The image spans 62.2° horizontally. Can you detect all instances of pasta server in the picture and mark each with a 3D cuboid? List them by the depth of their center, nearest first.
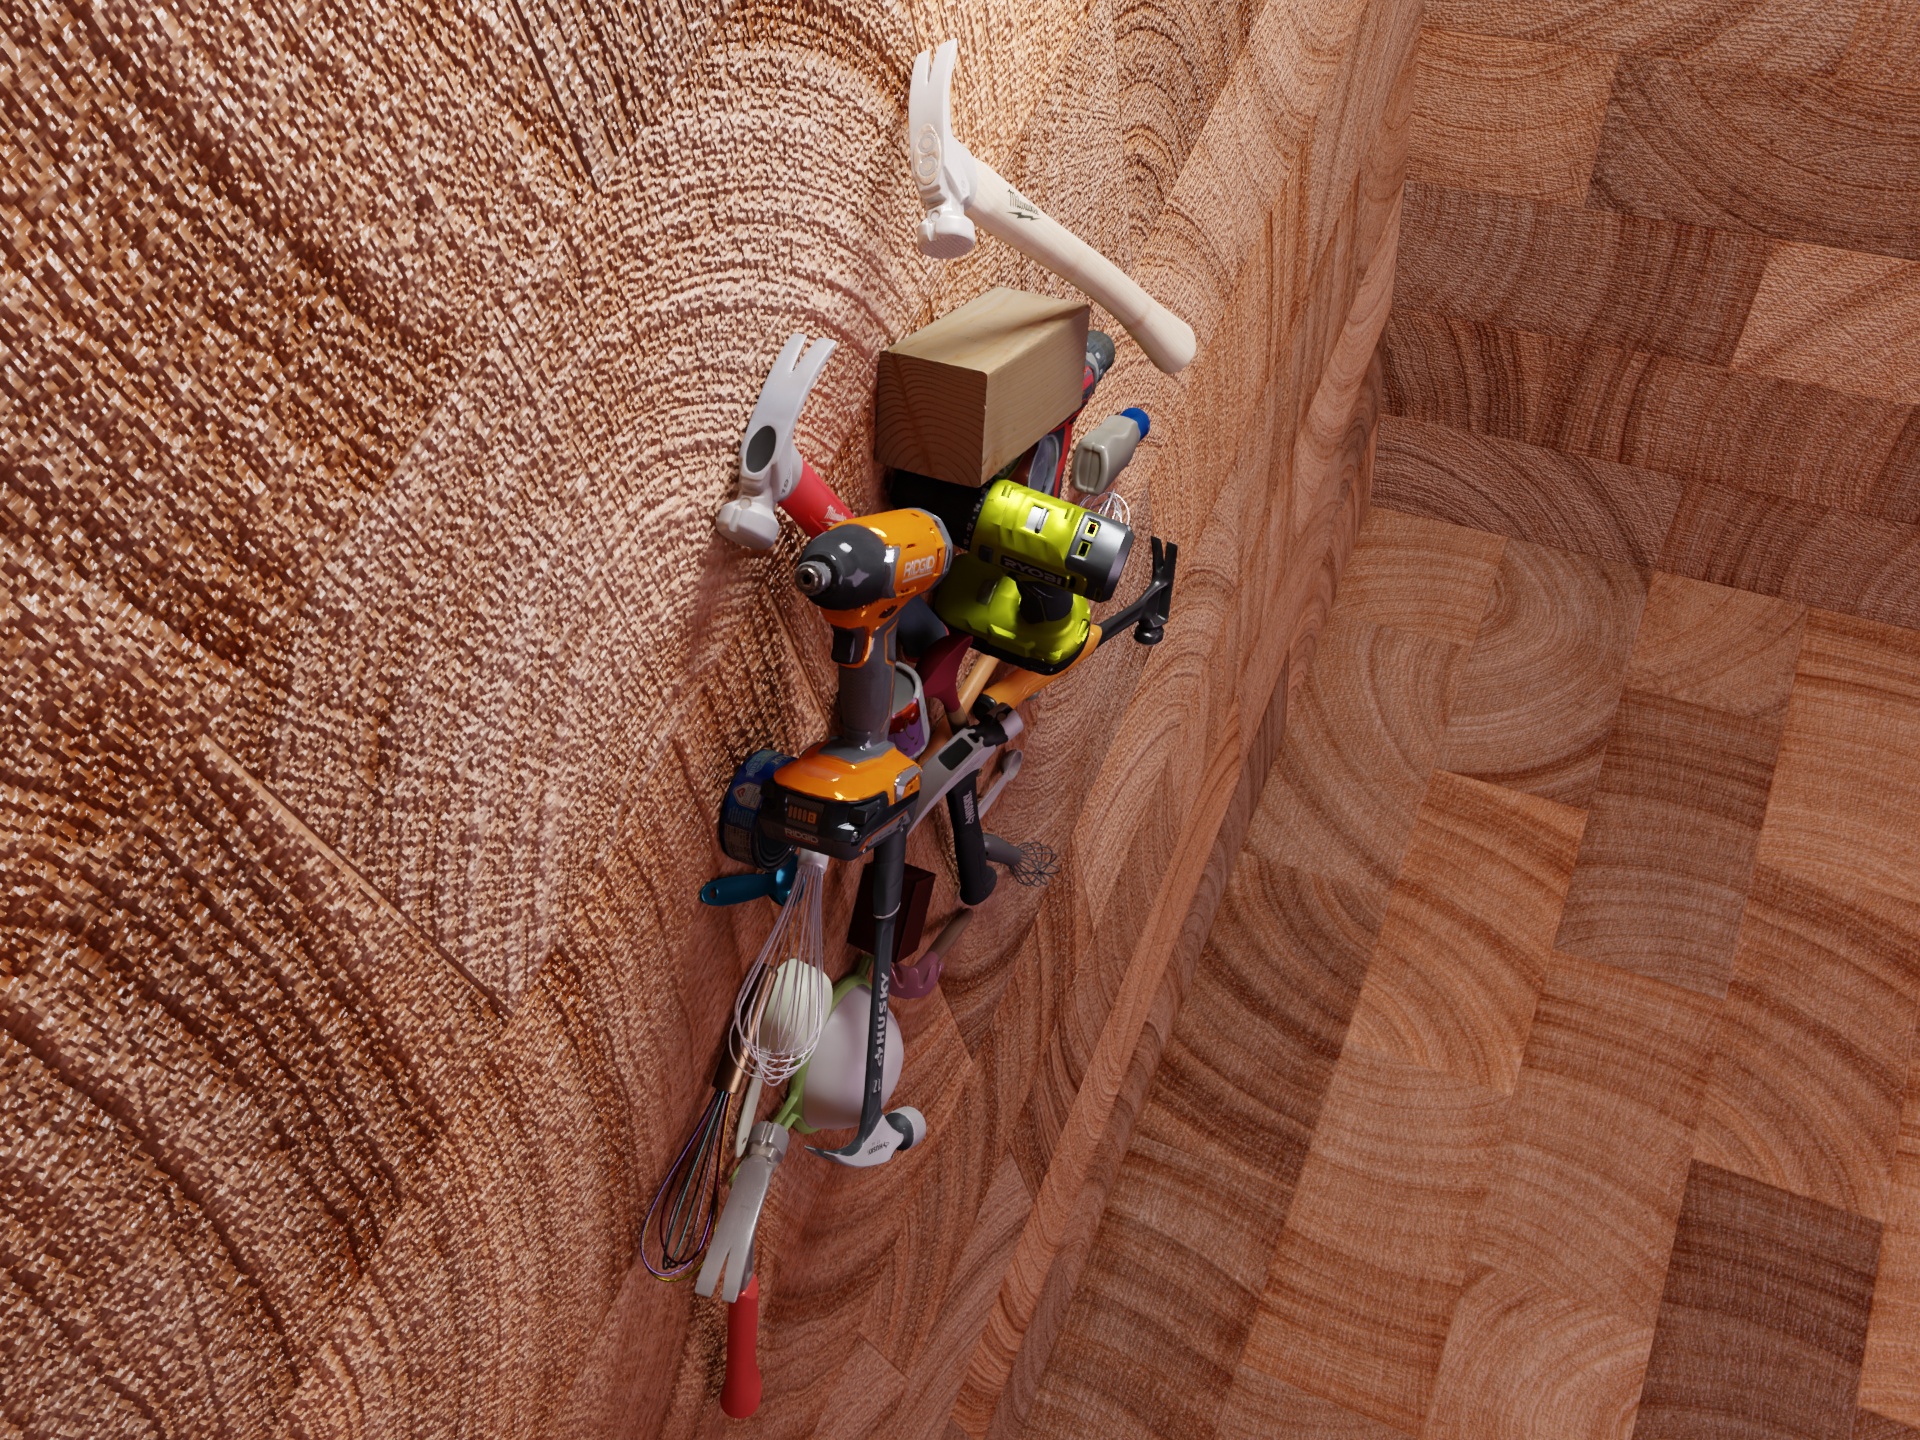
[{"bbox_3d":[-0.023,0.219,1.559,0.316,0.060,0.040,-30,123,-77],"label":"pasta server"}]

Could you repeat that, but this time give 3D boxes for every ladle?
[{"bbox_3d":[-0.002,-0.005,1.413,0.069,0.031,0.315,-45,160,-10],"label":"ladle"}]

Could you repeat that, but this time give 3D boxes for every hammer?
[{"bbox_3d":[-0.070,-0.135,1.176,0.386,0.038,0.143,45,62,-69],"label":"hammer"},{"bbox_3d":[0.085,-0.363,1.220,0.410,0.038,0.146,12,73,-58],"label":"hammer"},{"bbox_3d":[-0.181,0.490,1.308,0.149,0.037,0.358,-73,174,-48],"label":"hammer"},{"bbox_3d":[-0.068,0.177,1.341,0.149,0.036,0.409,-3,98,-61],"label":"hammer"},{"bbox_3d":[0.002,0.108,1.538,0.146,0.035,0.334,-40,157,-15],"label":"hammer"},{"bbox_3d":[0.124,-0.082,1.659,0.337,0.034,0.127,-34,139,-43],"label":"hammer"}]

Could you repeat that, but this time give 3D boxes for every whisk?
[{"bbox_3d":[-0.116,0.132,1.181,0.070,0.070,0.285,75,21,-57],"label":"whisk"},{"bbox_3d":[-0.184,0.306,1.218,0.051,0.047,0.245,51,54,-66],"label":"whisk"},{"bbox_3d":[0.116,-0.134,1.686,0.059,0.058,0.246,127,-13,-84],"label":"whisk"},{"bbox_3d":[0.060,0.152,1.766,0.238,0.055,0.055,31,76,-67],"label":"whisk"}]

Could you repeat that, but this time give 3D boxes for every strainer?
[{"bbox_3d":[-0.112,0.333,1.396,0.256,0.069,0.151,-48,149,-54],"label":"strainer"}]

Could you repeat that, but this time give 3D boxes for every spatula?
[{"bbox_3d":[0.041,-0.063,1.539,0.323,0.041,0.081,-58,171,-33],"label":"spatula"}]

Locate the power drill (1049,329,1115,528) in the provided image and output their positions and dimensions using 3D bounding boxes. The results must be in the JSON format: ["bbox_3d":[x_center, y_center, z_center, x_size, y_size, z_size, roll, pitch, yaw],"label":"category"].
[{"bbox_3d":[0.095,-0.247,1.492,0.188,0.080,0.226,-48,146,-52],"label":"power drill"}]

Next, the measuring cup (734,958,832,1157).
[{"bbox_3d":[-0.146,0.281,1.303,0.083,0.038,0.167,28,77,-71],"label":"measuring cup"}]

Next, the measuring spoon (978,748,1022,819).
[{"bbox_3d":[0.028,0.074,1.667,0.124,0.018,0.034,-51,152,-33],"label":"measuring spoon"}]

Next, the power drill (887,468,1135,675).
[{"bbox_3d":[0.034,-0.127,1.298,0.228,0.190,0.080,93,18,-73],"label":"power drill"}]

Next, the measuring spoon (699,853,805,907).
[{"bbox_3d":[-0.159,0.123,1.182,0.128,0.021,0.042,-1,90,-61],"label":"measuring spoon"}]

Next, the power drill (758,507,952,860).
[{"bbox_3d":[-0.075,-0.027,1.078,0.164,0.084,0.226,-26,127,-64],"label":"power drill"}]
